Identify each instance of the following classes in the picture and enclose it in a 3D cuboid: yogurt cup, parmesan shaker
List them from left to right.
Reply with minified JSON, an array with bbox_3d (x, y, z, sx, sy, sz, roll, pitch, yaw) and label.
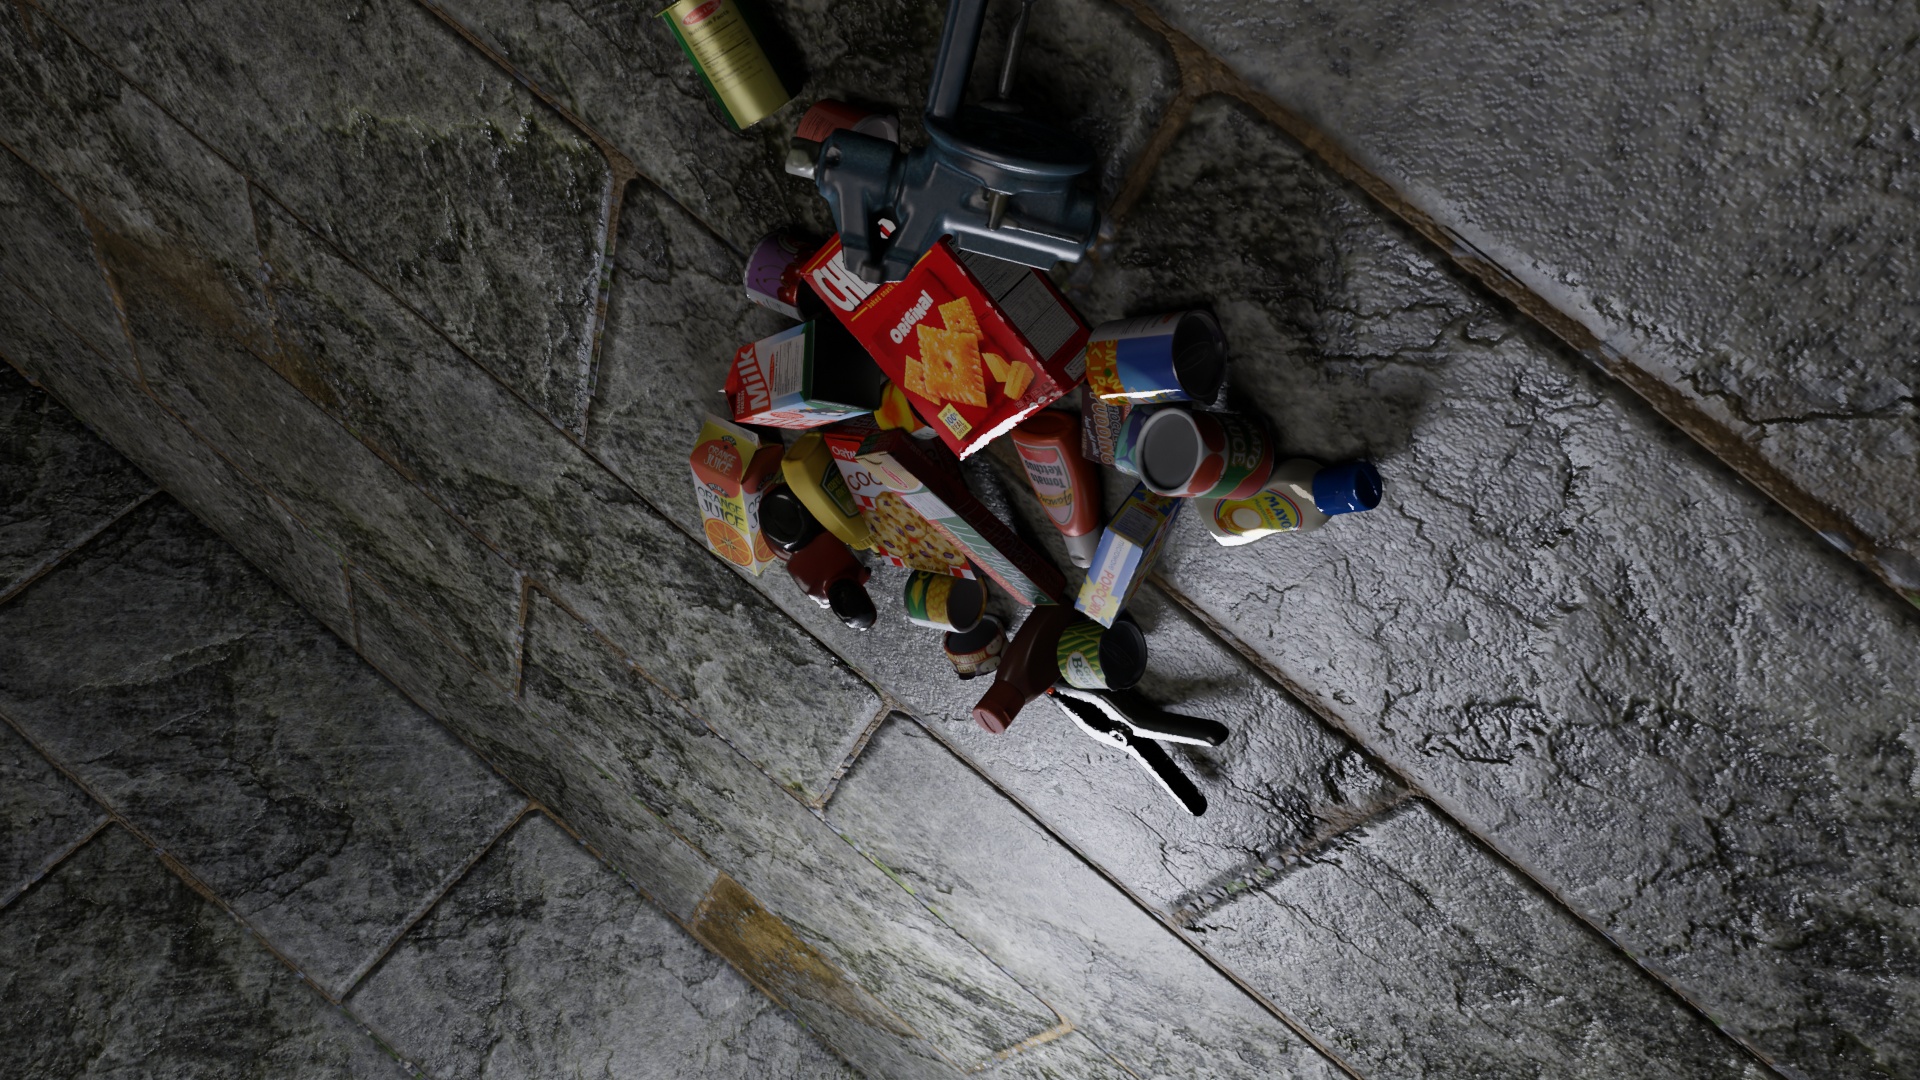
[{"bbox_3d":[-0.178,-0.377,1.072,0.071,0.071,0.102,-3,128,47],"label":"parmesan shaker"},{"bbox_3d":[-0.090,-0.306,1.073,0.054,0.073,0.072,35,147,24],"label":"yogurt cup"}]

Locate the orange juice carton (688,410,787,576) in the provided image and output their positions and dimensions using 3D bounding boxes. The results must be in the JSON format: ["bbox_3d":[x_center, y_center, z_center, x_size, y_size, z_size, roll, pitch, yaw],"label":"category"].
[{"bbox_3d":[-0.235,-0.058,1.498,0.072,0.073,0.191,26,144,22],"label":"orange juice carton"}]

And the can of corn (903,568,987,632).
[{"bbox_3d":[-0.015,0.056,1.416,0.058,0.071,0.071,7,134,40],"label":"can of corn"}]

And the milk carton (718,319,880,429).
[{"bbox_3d":[-0.151,-0.147,1.278,0.190,0.072,0.073,-6,81,54],"label":"milk carton"}]

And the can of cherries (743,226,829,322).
[{"bbox_3d":[-0.146,-0.232,1.213,0.058,0.072,0.071,24,143,23],"label":"can of cherries"}]

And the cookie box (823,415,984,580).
[{"bbox_3d":[-0.050,-0.042,1.358,0.123,0.040,0.166,9,135,40],"label":"cookie box"}]

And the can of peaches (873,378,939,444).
[{"bbox_3d":[-0.036,-0.124,1.228,0.071,0.071,0.058,50,146,-13],"label":"can of peaches"}]

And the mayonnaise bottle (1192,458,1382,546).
[{"bbox_3d":[0.250,-0.032,1.063,0.148,0.041,0.064,-10,120,51],"label":"mayonnaise bottle"}]

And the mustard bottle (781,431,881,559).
[{"bbox_3d":[-0.118,-0.038,1.417,0.049,0.065,0.159,4,139,44],"label":"mustard bottle"}]

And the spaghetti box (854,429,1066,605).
[{"bbox_3d":[0.005,-0.016,1.282,0.050,0.029,0.249,-5,143,48],"label":"spaghetti box"}]

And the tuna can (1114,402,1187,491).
[{"bbox_3d":[0.149,-0.076,1.088,0.033,0.071,0.070,26,144,25],"label":"tuna can"}]

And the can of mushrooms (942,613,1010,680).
[{"bbox_3d":[0.016,0.110,1.441,0.071,0.071,0.033,10,134,39],"label":"can of mushrooms"}]

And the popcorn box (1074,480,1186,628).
[{"bbox_3d":[0.145,0.006,1.174,0.038,0.085,0.126,32,146,12],"label":"popcorn box"}]

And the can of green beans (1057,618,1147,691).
[{"bbox_3d":[0.134,0.108,1.322,0.057,0.071,0.071,-8,123,50],"label":"can of green beans"}]

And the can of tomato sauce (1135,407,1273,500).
[{"bbox_3d":[0.183,-0.065,1.035,0.071,0.083,0.071,-2,88,50],"label":"can of tomato sauce"}]

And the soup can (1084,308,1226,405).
[{"bbox_3d":[0.145,-0.132,1.030,0.083,0.072,0.071,1,130,46],"label":"soup can"}]

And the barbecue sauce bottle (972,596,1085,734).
[{"bbox_3d":[0.066,0.121,1.331,0.043,0.149,0.064,-1,129,45],"label":"barbecue sauce bottle"}]

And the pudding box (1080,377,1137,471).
[{"bbox_3d":[0.126,-0.097,1.125,0.050,0.030,0.083,24,143,23],"label":"pudding box"}]

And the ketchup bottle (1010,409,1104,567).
[{"bbox_3d":[0.094,-0.043,1.208,0.065,0.044,0.148,13,139,41],"label":"ketchup bottle"}]
